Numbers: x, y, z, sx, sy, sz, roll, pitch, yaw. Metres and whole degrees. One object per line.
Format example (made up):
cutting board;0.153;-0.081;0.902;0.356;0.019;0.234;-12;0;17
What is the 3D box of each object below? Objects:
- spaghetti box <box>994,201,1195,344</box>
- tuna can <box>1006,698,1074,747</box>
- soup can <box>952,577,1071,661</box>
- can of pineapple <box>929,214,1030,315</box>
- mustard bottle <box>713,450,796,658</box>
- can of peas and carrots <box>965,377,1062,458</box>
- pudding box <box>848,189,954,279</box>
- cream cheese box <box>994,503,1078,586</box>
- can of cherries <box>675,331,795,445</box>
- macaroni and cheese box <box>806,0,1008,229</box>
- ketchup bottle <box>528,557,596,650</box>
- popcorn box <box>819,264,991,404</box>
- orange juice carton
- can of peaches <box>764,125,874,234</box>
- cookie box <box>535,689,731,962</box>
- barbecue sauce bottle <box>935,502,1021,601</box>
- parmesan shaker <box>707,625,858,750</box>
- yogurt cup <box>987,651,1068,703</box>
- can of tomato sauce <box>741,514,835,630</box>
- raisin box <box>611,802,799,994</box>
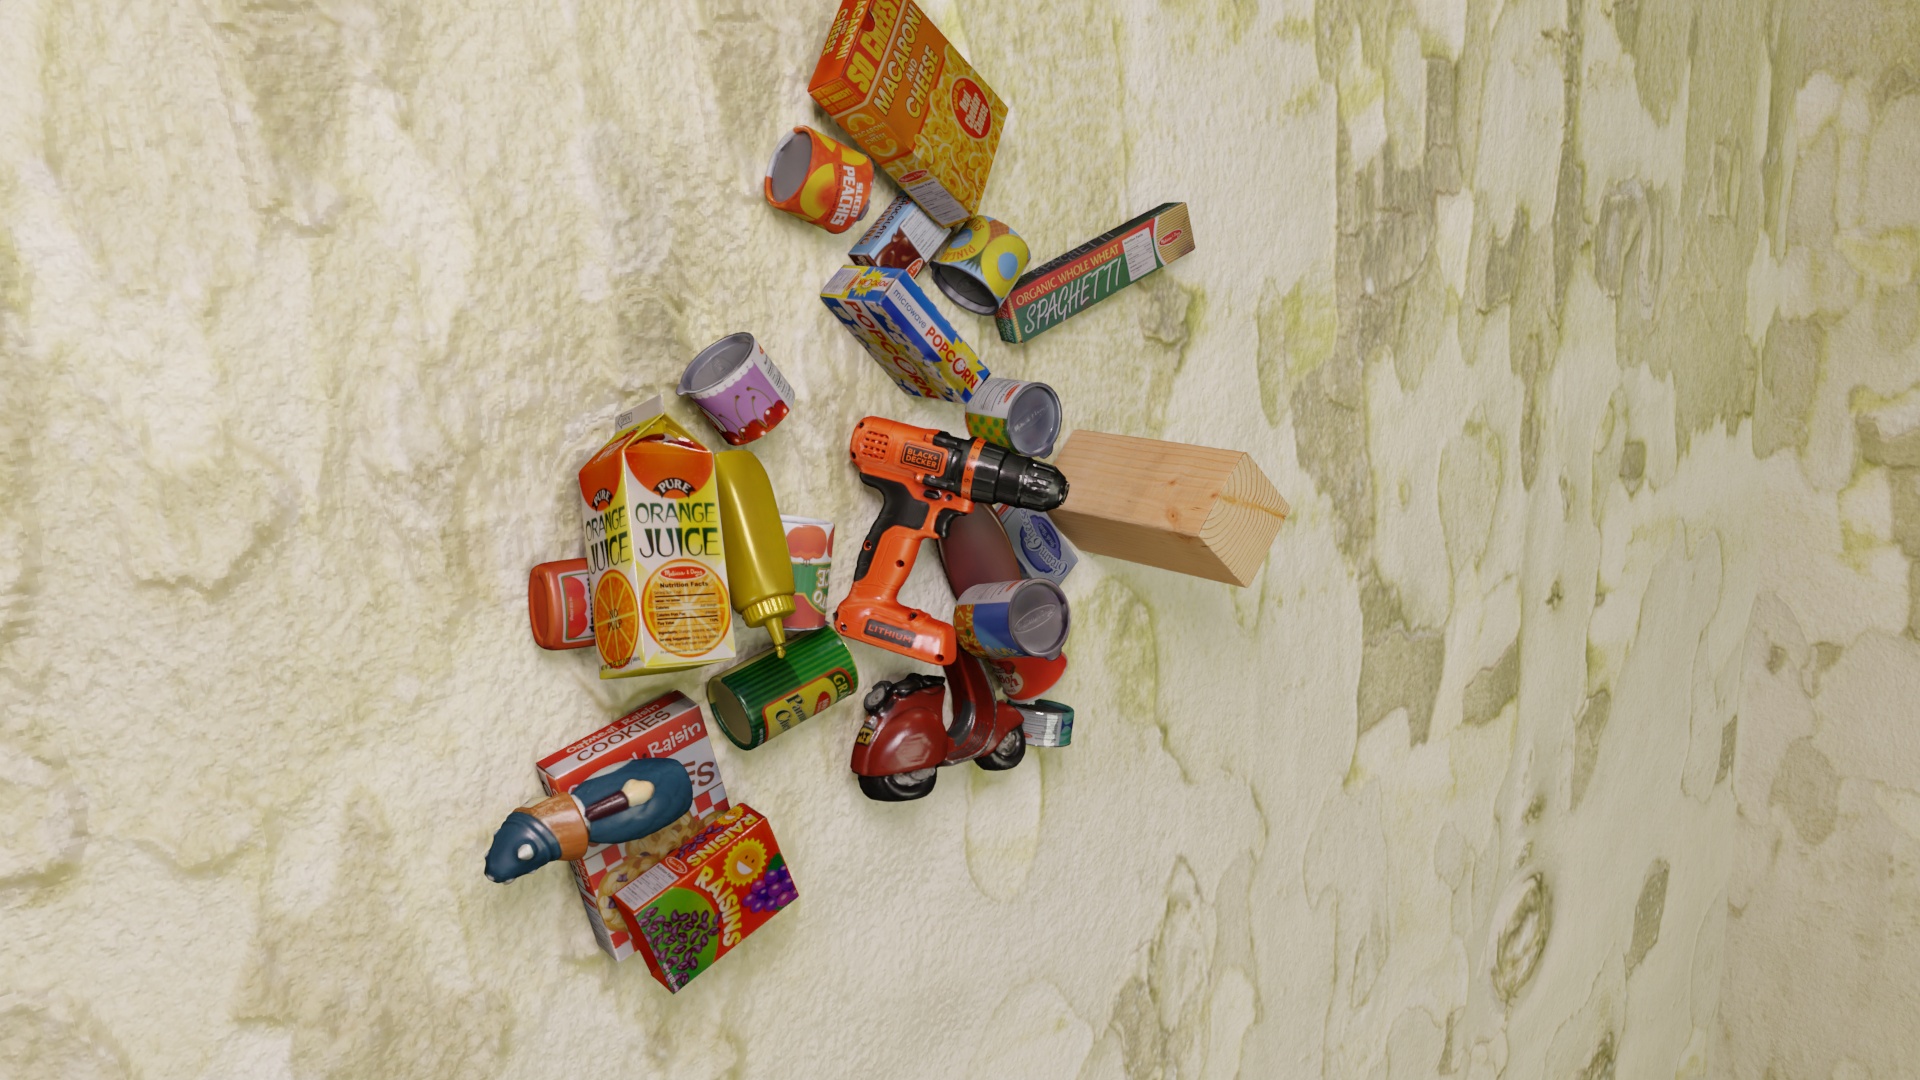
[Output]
spaghetti box;0.127;-0.252;1.294;0.251;0.028;0.050;-32;118;-32
tuna can;0.074;0.171;1.312;0.071;0.071;0.032;2;97;-41
soup can;0.044;0.070;1.184;0.071;0.083;0.071;4;82;-34
can of pineapple;0.017;-0.235;1.179;0.071;0.071;0.058;45;70;-37
mustard bottle;-0.157;0.014;1.042;0.049;0.065;0.160;-9;75;-44
can of peas and carrots;0.048;-0.108;1.236;0.071;0.059;0.070;-10;106;-39
pudding box;-0.048;-0.247;1.145;0.084;0.030;0.049;-54;129;-19
cream cheese box;0.067;0.003;1.297;0.053;0.024;0.103;-51;126;-21
can of cherries;-0.169;-0.113;1.046;0.072;0.071;0.058;-51;128;-21
macaroni and cheese box;-0.036;-0.350;1.105;0.166;0.040;0.124;38;55;-39
ketchup bottle;-0.241;0.041;1.028;0.149;0.043;0.064;-6;96;-40
popcorn box;-0.045;-0.167;1.127;0.126;0.085;0.038;46;70;-37
orange juice carton;-0.217;-0.003;0.981;0.073;0.071;0.193;-1;79;-40
can of peaches;-0.107;-0.275;1.061;0.058;0.071;0.071;17;88;-40
cookie box;-0.241;0.217;1.067;0.123;0.040;0.166;-27;116;-34
barbecue sauce bottle;0.004;-0.015;1.225;0.065;0.044;0.148;-24;114;-8
parmesan shaker;-0.143;0.118;1.115;0.103;0.071;0.071;-27;116;-33
yogurt cup;0.058;0.109;1.287;0.073;0.072;0.053;-47;117;-23
can of tomato sauce;-0.134;0.024;1.100;0.071;0.071;0.083;1;97;-41
raisin box;-0.193;0.273;1.066;0.124;0.040;0.085;-34;120;-30
